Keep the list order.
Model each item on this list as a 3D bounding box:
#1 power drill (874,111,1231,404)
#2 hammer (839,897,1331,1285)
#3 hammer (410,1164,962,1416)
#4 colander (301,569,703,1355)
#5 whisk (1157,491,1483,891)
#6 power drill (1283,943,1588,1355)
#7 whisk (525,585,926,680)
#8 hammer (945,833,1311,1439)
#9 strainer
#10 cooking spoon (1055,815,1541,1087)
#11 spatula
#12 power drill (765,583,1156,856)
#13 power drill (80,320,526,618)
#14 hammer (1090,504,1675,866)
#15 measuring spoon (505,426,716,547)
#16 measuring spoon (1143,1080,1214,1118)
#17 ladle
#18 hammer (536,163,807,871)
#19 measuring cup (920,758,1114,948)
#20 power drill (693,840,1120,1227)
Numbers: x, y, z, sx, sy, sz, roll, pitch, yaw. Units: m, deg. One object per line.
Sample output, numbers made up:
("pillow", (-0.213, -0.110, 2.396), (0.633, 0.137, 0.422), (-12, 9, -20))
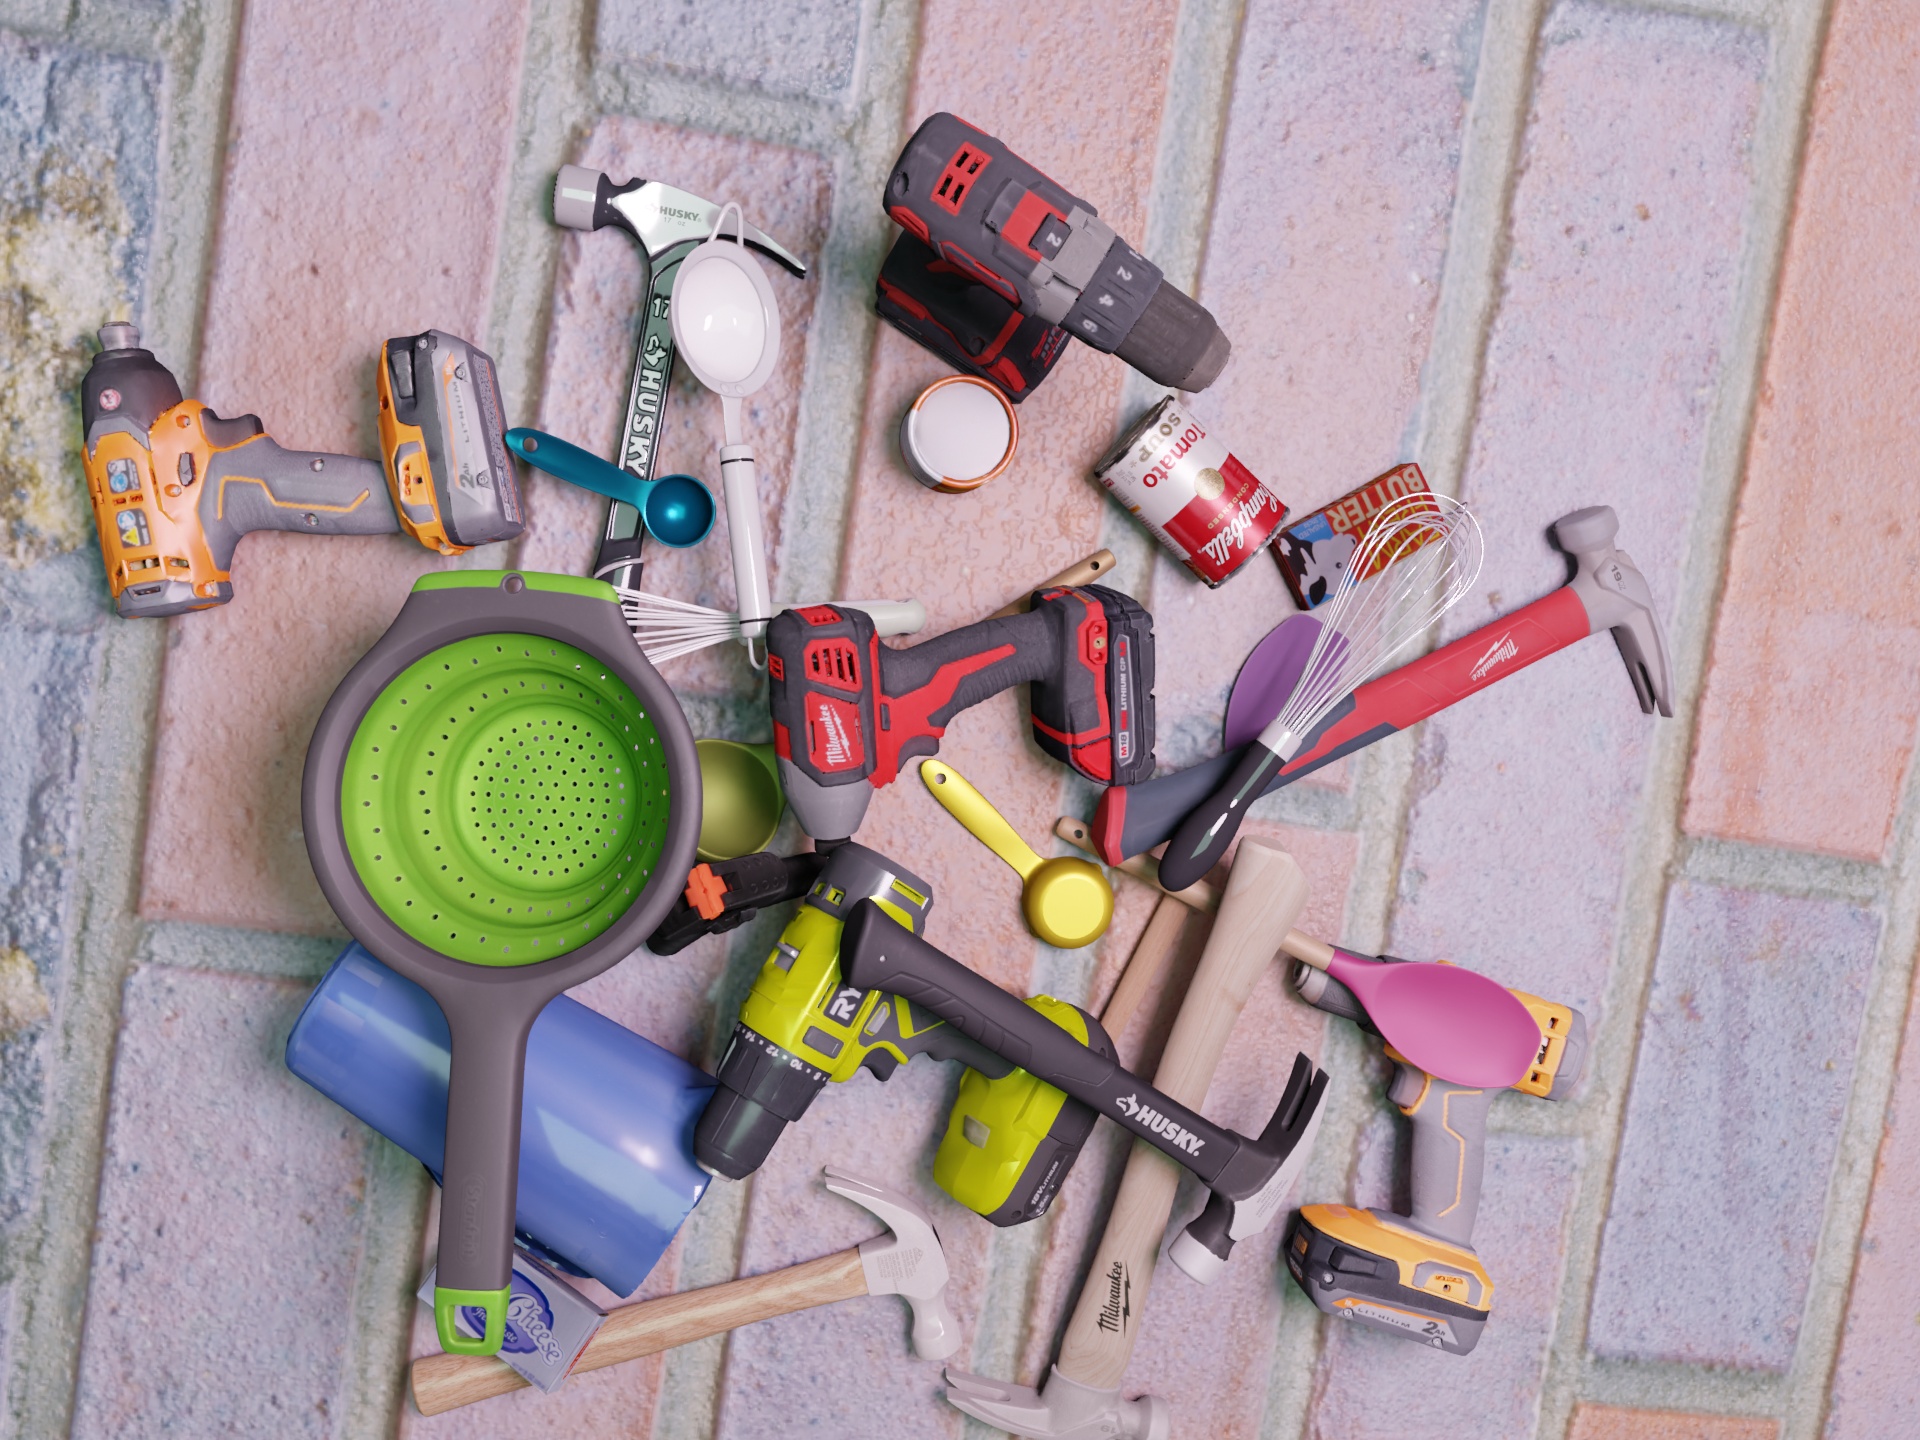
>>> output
("power drill", (0.041, -0.231, 0.859), (0.188, 0.227, 0.080), (32, 91, -8))
("hammer", (0.068, 0.190, 0.888), (0.334, 0.035, 0.146), (36, 92, -24))
("hammer", (-0.172, 0.367, 0.983), (0.331, 0.031, 0.130), (-13, 97, -5))
("colander", (-0.236, 0.123, 0.844), (0.204, 0.094, 0.397), (3, 88, 1))
("whisk", (0.207, -0.014, 0.932), (0.070, 0.070, 0.284), (37, 94, -8))
("power drill", (0.275, 0.260, 1.005), (0.185, 0.084, 0.226), (19, 88, -3))
("whisk", (-0.134, -0.056, 0.921), (0.246, 0.058, 0.059), (-5, 96, -24))
("hammer", (0.114, 0.262, 0.977), (0.146, 0.038, 0.410), (15, 101, -7))
("strainer", (-0.129, -0.156, 0.893), (0.050, 0.087, 0.258), (-7, 90, 36))
("cooking spoon", (0.203, 0.135, 0.977), (0.319, 0.017, 0.069), (27, 97, 6))
("spatula", (0.154, 0.077, 1.004), (0.059, 0.018, 0.316), (27, 90, -8))
("power drill", (-0.001, -0.003, 0.918), (0.219, 0.079, 0.143), (-8, 107, -20))
("power drill", (-0.375, -0.155, 0.892), (0.226, 0.084, 0.164), (-11, 95, -2))
("hammer", (0.263, 0.008, 0.990), (0.386, 0.038, 0.143), (-25, 100, -7))
("measuring spoon", (-0.199, -0.138, 0.913), (0.128, 0.021, 0.042), (24, 99, -1))
("measuring spoon", (0.103, 0.238, 1.011), (0.124, 0.018, 0.034), (8, 94, -7))
("ladle", (-0.040, -0.017, 0.955), (0.320, 0.062, 0.078), (-32, 89, -6))
("hammer", (-0.194, -0.109, 0.940), (0.149, 0.036, 0.409), (10, 94, -8))
("measuring cup", (0.033, 0.081, 0.983), (0.156, 0.029, 0.062), (44, 89, -10))
("power drill", (-0.031, 0.201, 0.910), (0.228, 0.080, 0.190), (36, 78, -32))
